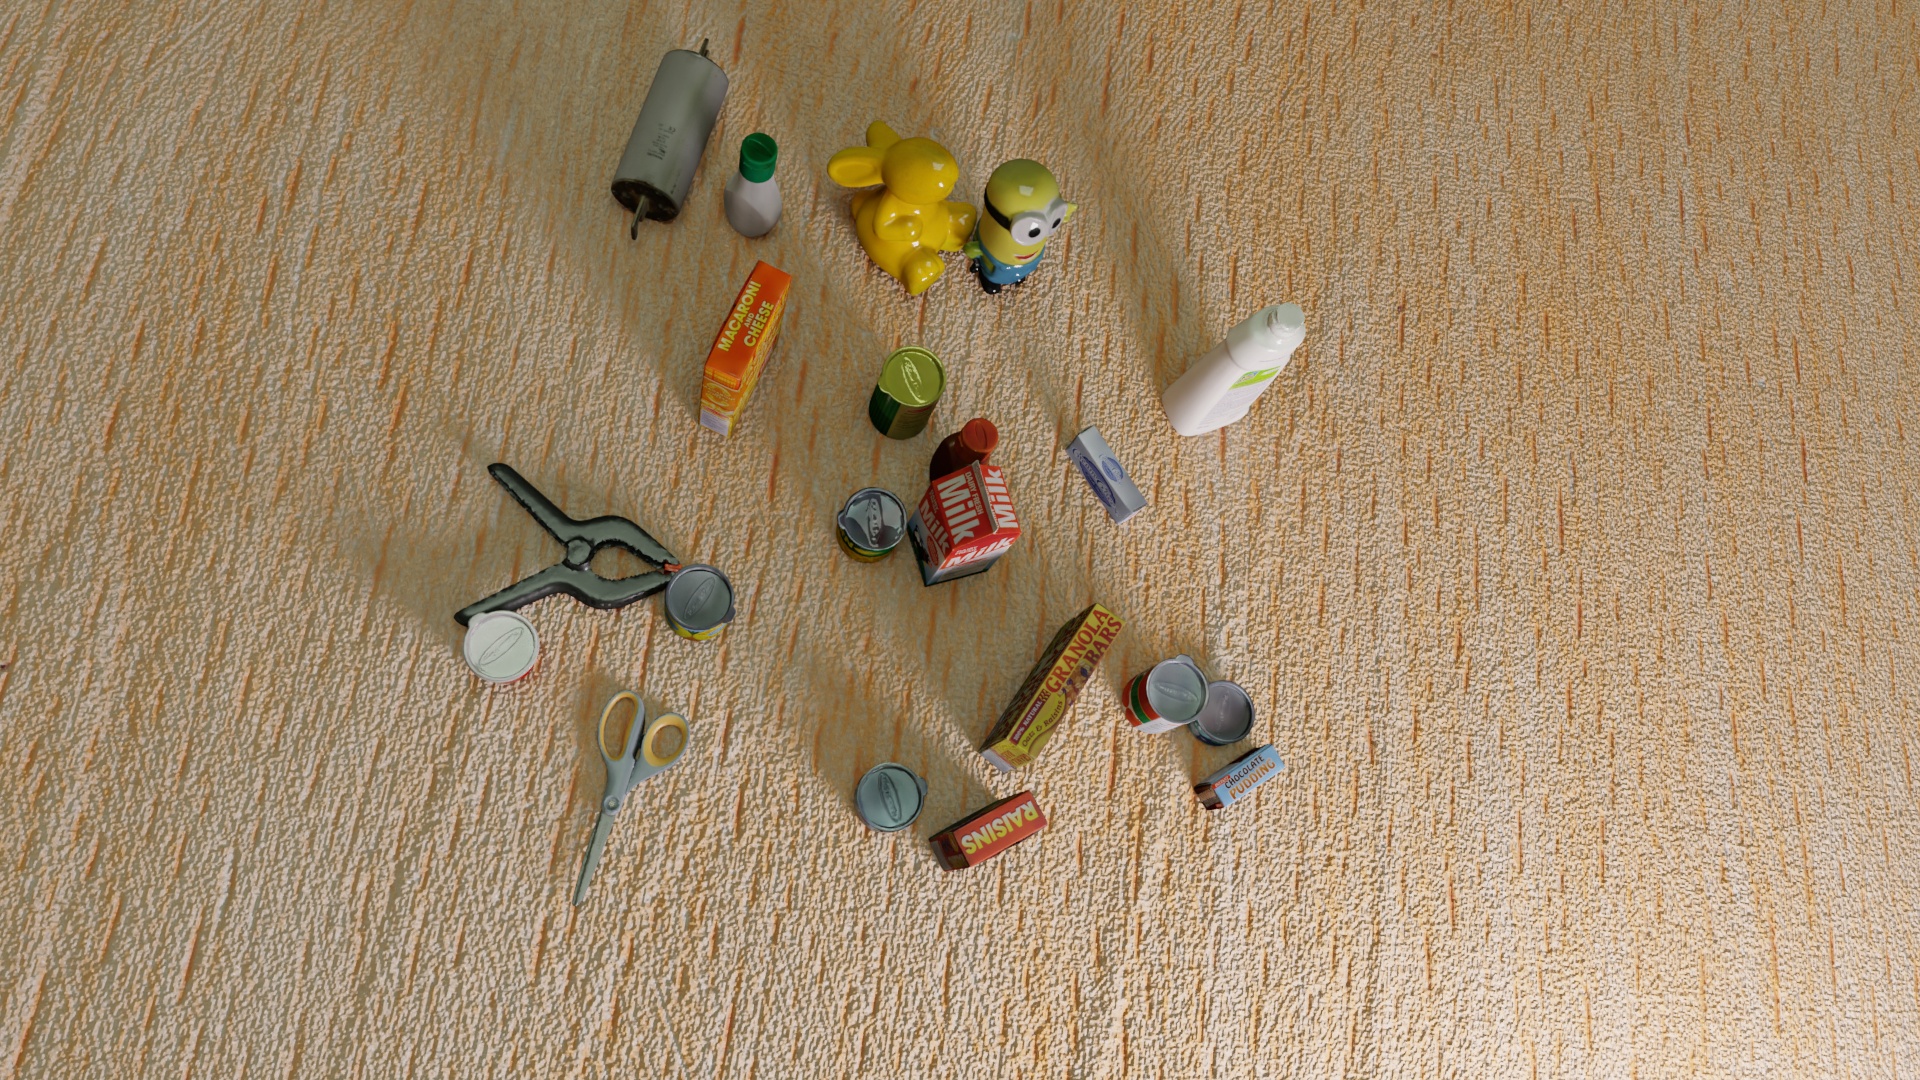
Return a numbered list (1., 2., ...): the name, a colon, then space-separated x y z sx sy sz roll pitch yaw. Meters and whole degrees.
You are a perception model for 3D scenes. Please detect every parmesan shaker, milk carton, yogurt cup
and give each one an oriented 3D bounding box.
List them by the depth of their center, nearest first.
1. yogurt cup: -0.429 0.104 1.306 0.072 0.053 0.072 3 74 -12
2. milk carton: 0.005 -0.017 1.365 0.073 0.190 0.072 -14 78 -16
3. parmesan shaker: -0.059 -0.151 1.435 0.071 0.102 0.071 3 74 -12

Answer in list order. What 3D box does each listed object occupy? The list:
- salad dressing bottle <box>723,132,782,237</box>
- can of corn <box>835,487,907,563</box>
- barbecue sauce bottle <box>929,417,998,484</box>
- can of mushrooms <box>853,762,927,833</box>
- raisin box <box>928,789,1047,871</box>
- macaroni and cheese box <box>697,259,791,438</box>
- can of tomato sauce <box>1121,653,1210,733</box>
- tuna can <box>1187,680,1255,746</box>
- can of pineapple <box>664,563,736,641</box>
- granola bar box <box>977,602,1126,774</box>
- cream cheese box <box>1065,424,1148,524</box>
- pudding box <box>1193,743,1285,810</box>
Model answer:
1. salad dressing bottle: -0.213 -0.368 1.440 0.064 0.147 0.044 36 71 -1
2. can of corn: -0.094 -0.015 1.412 0.071 0.058 0.071 3 74 -12
3. barbecue sauce bottle: 0.004 -0.083 1.406 0.044 0.148 0.065 -11 77 -15
4. can of mushrooms: -0.068 0.251 1.354 0.071 0.033 0.071 3 74 -12
5. raisin box: 0.024 0.278 1.320 0.086 0.123 0.040 -25 81 -18
6. macaroni and cheese box: -0.216 -0.186 1.377 0.040 0.166 0.124 24 71 -5
7. can of tomato sauce: 0.208 0.157 1.417 0.071 0.083 0.071 3 74 -12
8. tuna can: 0.268 0.180 1.450 0.071 0.032 0.071 3 74 -12
9. can of pineapple: -0.254 0.063 1.354 0.071 0.057 0.071 3 74 -12
10. granola bar box: 0.088 0.147 1.371 0.039 0.124 0.166 36 70 -1
11. cream cheese box: 0.155 -0.069 1.486 0.024 0.053 0.104 -32 83 -18
12. pudding box: 0.287 0.243 1.427 0.084 0.049 0.030 -29 83 -18
